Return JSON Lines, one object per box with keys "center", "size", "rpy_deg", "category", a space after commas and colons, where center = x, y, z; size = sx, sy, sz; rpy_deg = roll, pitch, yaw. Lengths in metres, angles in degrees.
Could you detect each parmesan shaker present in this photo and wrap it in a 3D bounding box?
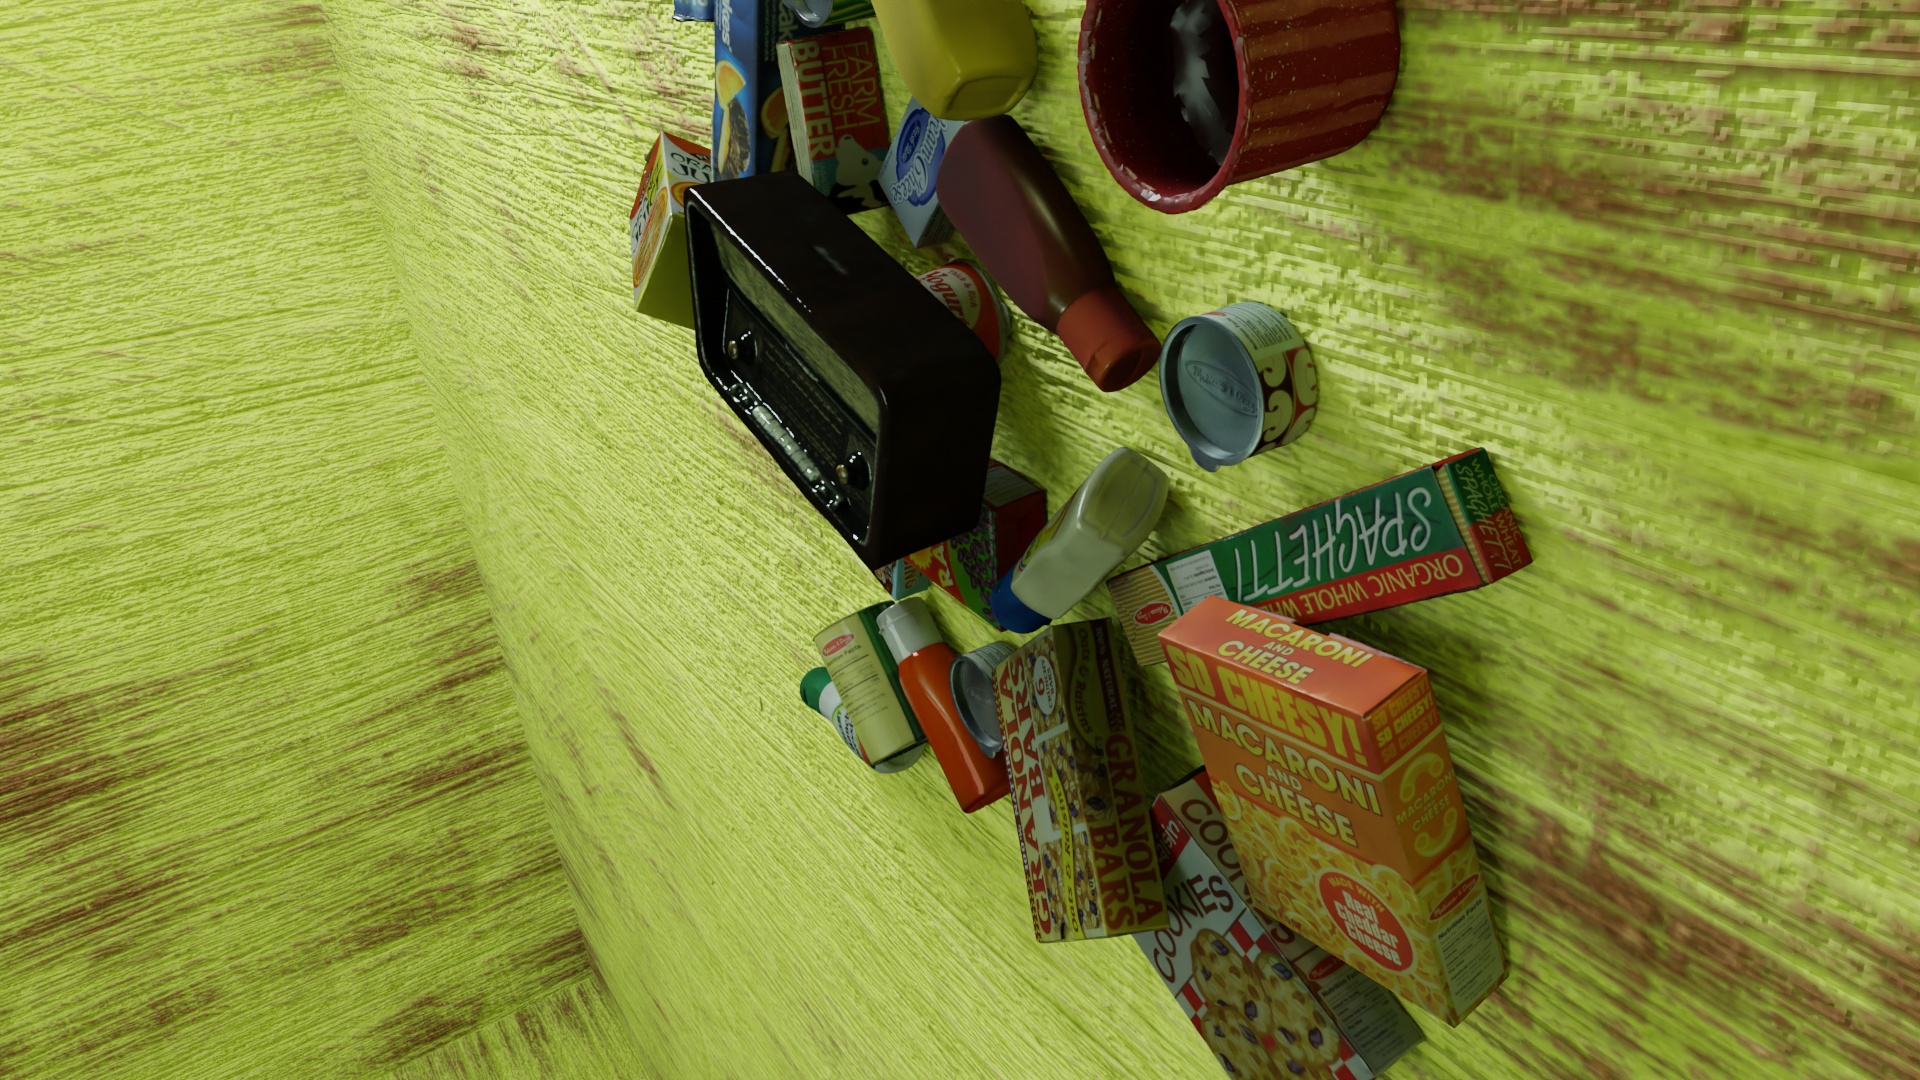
{"center": [-0.058, 0.105, 1.014], "size": [0.103, 0.071, 0.071], "rpy_deg": [64, 153, 10], "category": "parmesan shaker"}

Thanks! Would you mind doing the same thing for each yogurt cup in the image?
{"center": [-0.014, -0.121, 0.788], "size": [0.072, 0.054, 0.072], "rpy_deg": [42, 143, 43], "category": "yogurt cup"}

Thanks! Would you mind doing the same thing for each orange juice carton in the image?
{"center": [-0.182, -0.219, 0.957], "size": [0.072, 0.072, 0.193], "rpy_deg": [-61, 28, 27], "category": "orange juice carton"}

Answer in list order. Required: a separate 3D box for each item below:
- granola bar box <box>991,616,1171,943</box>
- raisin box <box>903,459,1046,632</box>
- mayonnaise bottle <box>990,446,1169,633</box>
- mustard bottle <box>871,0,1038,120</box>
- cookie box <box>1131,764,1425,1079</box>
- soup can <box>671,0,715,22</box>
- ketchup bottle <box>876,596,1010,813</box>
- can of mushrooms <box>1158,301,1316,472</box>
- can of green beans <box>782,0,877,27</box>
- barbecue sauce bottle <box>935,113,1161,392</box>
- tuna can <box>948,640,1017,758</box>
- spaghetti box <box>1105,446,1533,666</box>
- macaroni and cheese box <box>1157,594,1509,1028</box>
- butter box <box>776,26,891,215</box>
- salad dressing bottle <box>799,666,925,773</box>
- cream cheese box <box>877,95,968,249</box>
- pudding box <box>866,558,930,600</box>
{"center": [0.062, 0.138, 0.779], "size": [0.123, 0.039, 0.166], "rpy_deg": [129, 134, -67], "category": "granola bar box"}
{"center": [0.003, -0.011, 0.851], "size": [0.123, 0.040, 0.085], "rpy_deg": [34, 138, 48], "category": "raisin box"}
{"center": [0.057, 0.008, 0.732], "size": [0.041, 0.065, 0.147], "rpy_deg": [35, 149, -2], "category": "mayonnaise bottle"}
{"center": [-0.016, -0.281, 0.677], "size": [0.048, 0.065, 0.160], "rpy_deg": [-46, 62, 55], "category": "mustard bottle"}
{"center": [0.151, 0.219, 0.731], "size": [0.168, 0.040, 0.122], "rpy_deg": [53, 149, 28], "category": "cookie box"}
{"center": [-0.150, -0.368, 0.854], "size": [0.071, 0.071, 0.083], "rpy_deg": [39, 140, 46], "category": "soup can"}
{"center": [-0.011, 0.111, 0.955], "size": [0.149, 0.044, 0.064], "rpy_deg": [62, 157, 16], "category": "ketchup bottle"}
{"center": [0.119, -0.066, 0.599], "size": [0.071, 0.033, 0.070], "rpy_deg": [40, 141, 43], "category": "can of mushrooms"}
{"center": [-0.058, -0.310, 0.735], "size": [0.071, 0.058, 0.071], "rpy_deg": [41, 142, 43], "category": "can of green beans"}
{"center": [0.043, -0.138, 0.682], "size": [0.149, 0.044, 0.064], "rpy_deg": [57, 151, 23], "category": "barbecue sauce bottle"}
{"center": [0.024, 0.102, 0.896], "size": [0.071, 0.033, 0.070], "rpy_deg": [42, 142, 44], "category": "tuna can"}
{"center": [0.143, 0.015, 0.614], "size": [0.249, 0.029, 0.050], "rpy_deg": [-27, 84, 63], "category": "spaghetti box"}
{"center": [0.161, 0.113, 0.603], "size": [0.124, 0.040, 0.165], "rpy_deg": [21, 138, 56], "category": "macaroni and cheese box"}
{"center": [-0.072, -0.244, 0.814], "size": [0.024, 0.053, 0.103], "rpy_deg": [27, 131, 57], "category": "butter box"}
{"center": [-0.082, 0.139, 1.109], "size": [0.148, 0.044, 0.064], "rpy_deg": [22, 126, 56], "category": "salad dressing bottle"}
{"center": [-0.012, -0.210, 0.756], "size": [0.053, 0.024, 0.103], "rpy_deg": [62, 153, 13], "category": "cream cheese box"}
{"center": [-0.042, -0.006, 0.949], "size": [0.050, 0.030, 0.083], "rpy_deg": [48, 146, 36], "category": "pudding box"}
